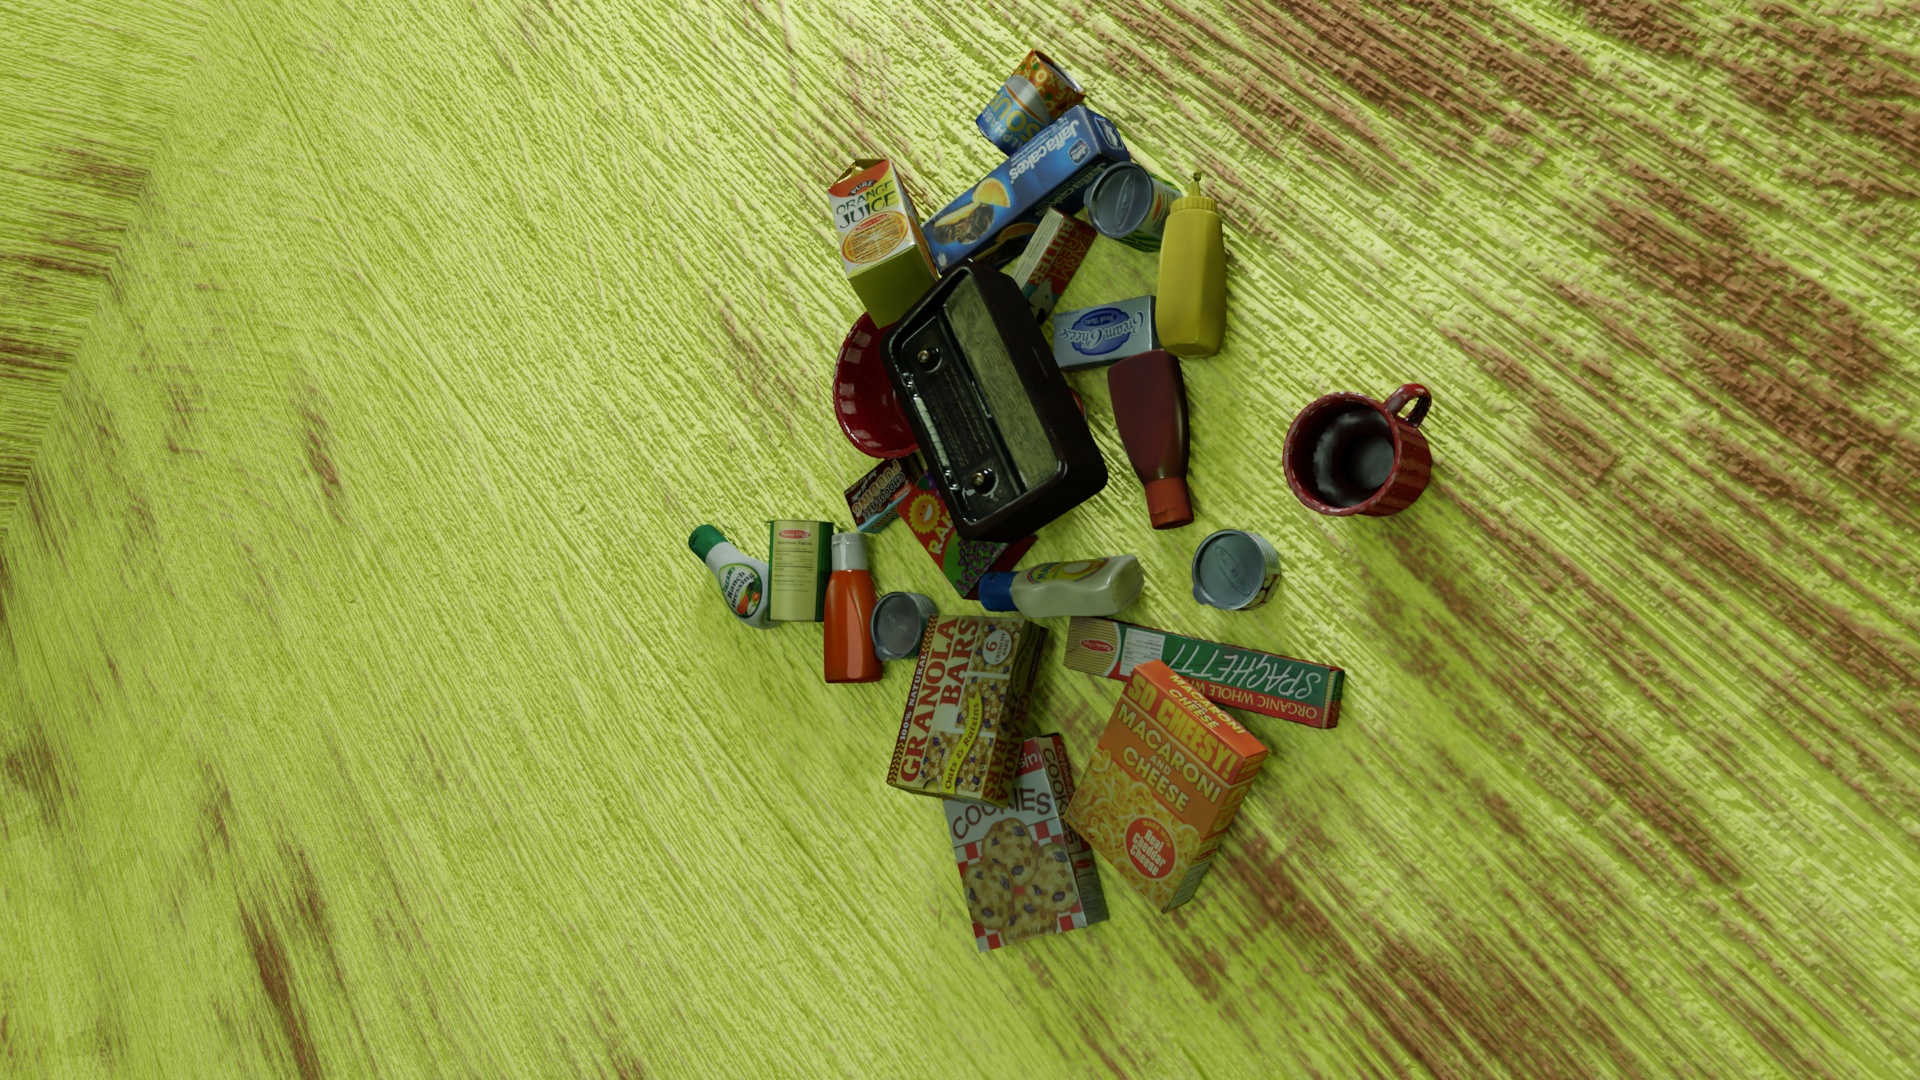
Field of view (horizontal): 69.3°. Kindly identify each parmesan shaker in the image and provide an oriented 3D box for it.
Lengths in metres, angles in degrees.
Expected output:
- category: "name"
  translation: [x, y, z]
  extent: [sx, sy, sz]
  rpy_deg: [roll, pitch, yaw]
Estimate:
- category: "parmesan shaker"
  translation: [-0.166, 0.032, 1.420]
  extent: [0.071, 0.071, 0.103]
  rpy_deg: [-1, 86, 38]

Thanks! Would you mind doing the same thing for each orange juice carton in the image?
- category: "orange juice carton"
  translation: [-0.077, -0.300, 1.347]
  extent: [0.073, 0.071, 0.193]
  rpy_deg: [-24, 47, 9]

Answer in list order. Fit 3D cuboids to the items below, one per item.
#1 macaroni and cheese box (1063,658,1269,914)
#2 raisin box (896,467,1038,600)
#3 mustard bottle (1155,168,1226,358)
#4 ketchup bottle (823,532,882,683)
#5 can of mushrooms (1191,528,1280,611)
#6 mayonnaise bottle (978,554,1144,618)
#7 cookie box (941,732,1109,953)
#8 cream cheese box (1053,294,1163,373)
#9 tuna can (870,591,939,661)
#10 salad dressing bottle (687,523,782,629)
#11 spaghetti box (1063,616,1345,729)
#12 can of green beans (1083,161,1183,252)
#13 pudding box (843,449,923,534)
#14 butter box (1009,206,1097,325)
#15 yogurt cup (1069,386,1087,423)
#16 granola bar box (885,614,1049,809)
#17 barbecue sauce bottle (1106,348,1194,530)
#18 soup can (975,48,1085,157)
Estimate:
- category: "macaroni and cheese box"
  translation: [0.165, 0.200, 1.138]
  extent: [0.124, 0.040, 0.165]
  rpy_deg: [40, 122, 34]
- category: "raisin box"
  translation: [0.005, -0.016, 1.308]
  extent: [0.085, 0.040, 0.124]
  rpy_deg: [-51, 59, 24]
- category: "mustard bottle"
  translation: [0.195, -0.235, 1.167]
  extent: [0.049, 0.065, 0.160]
  rpy_deg: [-3, 78, 33]
- category: "ketchup bottle"
  translation: [-0.109, 0.068, 1.386]
  extent: [0.064, 0.043, 0.149]
  rpy_deg: [-9, 79, 42]
- category: "can of mushrooms"
  translation: [0.223, 0.026, 1.134]
  extent: [0.071, 0.033, 0.071]
  rpy_deg: [-4, 83, 38]
- category: "mayonnaise bottle"
  translation: [0.084, 0.042, 1.221]
  extent: [0.148, 0.065, 0.041]
  rpy_deg: [-5, 114, 37]
- category: "cookie box"
  translation: [0.053, 0.269, 1.240]
  extent: [0.122, 0.040, 0.168]
  rpy_deg: [-25, 71, 34]
- category: "cream cheese box"
  translation: [0.131, -0.183, 1.234]
  extent: [0.103, 0.024, 0.053]
  rpy_deg: [-5, 84, 38]
- category: "tuna can"
  translation: [-0.054, 0.085, 1.348]
  extent: [0.071, 0.033, 0.071]
  rpy_deg: [-5, 83, 38]
- category: "salad dressing bottle"
  translation: [-0.240, 0.036, 1.493]
  extent: [0.148, 0.044, 0.064]
  rpy_deg: [41, 109, 34]
- category: "spaghetti box"
  translation: [0.196, 0.106, 1.150]
  extent: [0.250, 0.029, 0.050]
  rpy_deg: [10, 92, 39]
- category: "can of green beans"
  translation: [0.154, -0.289, 1.206]
  extent: [0.071, 0.058, 0.071]
  rpy_deg: [-4, 83, 38]
- category: "pudding box"
  translation: [-0.073, -0.047, 1.378]
  extent: [0.083, 0.030, 0.050]
  rpy_deg: [-36, 65, 31]
- category: "butter box"
  translation: [0.078, -0.249, 1.265]
  extent: [0.024, 0.053, 0.103]
  rpy_deg: [44, 111, 36]
- category: "yogurt cup"
  translation: [0.073, -0.111, 1.255]
  extent: [0.072, 0.054, 0.072]
  rpy_deg: [-5, 83, 39]
- category: "granola bar box"
  translation: [0.005, 0.151, 1.255]
  extent: [0.124, 0.039, 0.166]
  rpy_deg: [-1, 68, 45]
- category: "barbecue sauce bottle"
  translation: [0.167, -0.084, 1.184]
  extent: [0.064, 0.044, 0.149]
  rpy_deg: [-18, 75, 36]
- category: "soup can"
  translation: [0.063, -0.399, 1.281]
  extent: [0.083, 0.071, 0.071]
  rpy_deg: [-47, 59, 25]
